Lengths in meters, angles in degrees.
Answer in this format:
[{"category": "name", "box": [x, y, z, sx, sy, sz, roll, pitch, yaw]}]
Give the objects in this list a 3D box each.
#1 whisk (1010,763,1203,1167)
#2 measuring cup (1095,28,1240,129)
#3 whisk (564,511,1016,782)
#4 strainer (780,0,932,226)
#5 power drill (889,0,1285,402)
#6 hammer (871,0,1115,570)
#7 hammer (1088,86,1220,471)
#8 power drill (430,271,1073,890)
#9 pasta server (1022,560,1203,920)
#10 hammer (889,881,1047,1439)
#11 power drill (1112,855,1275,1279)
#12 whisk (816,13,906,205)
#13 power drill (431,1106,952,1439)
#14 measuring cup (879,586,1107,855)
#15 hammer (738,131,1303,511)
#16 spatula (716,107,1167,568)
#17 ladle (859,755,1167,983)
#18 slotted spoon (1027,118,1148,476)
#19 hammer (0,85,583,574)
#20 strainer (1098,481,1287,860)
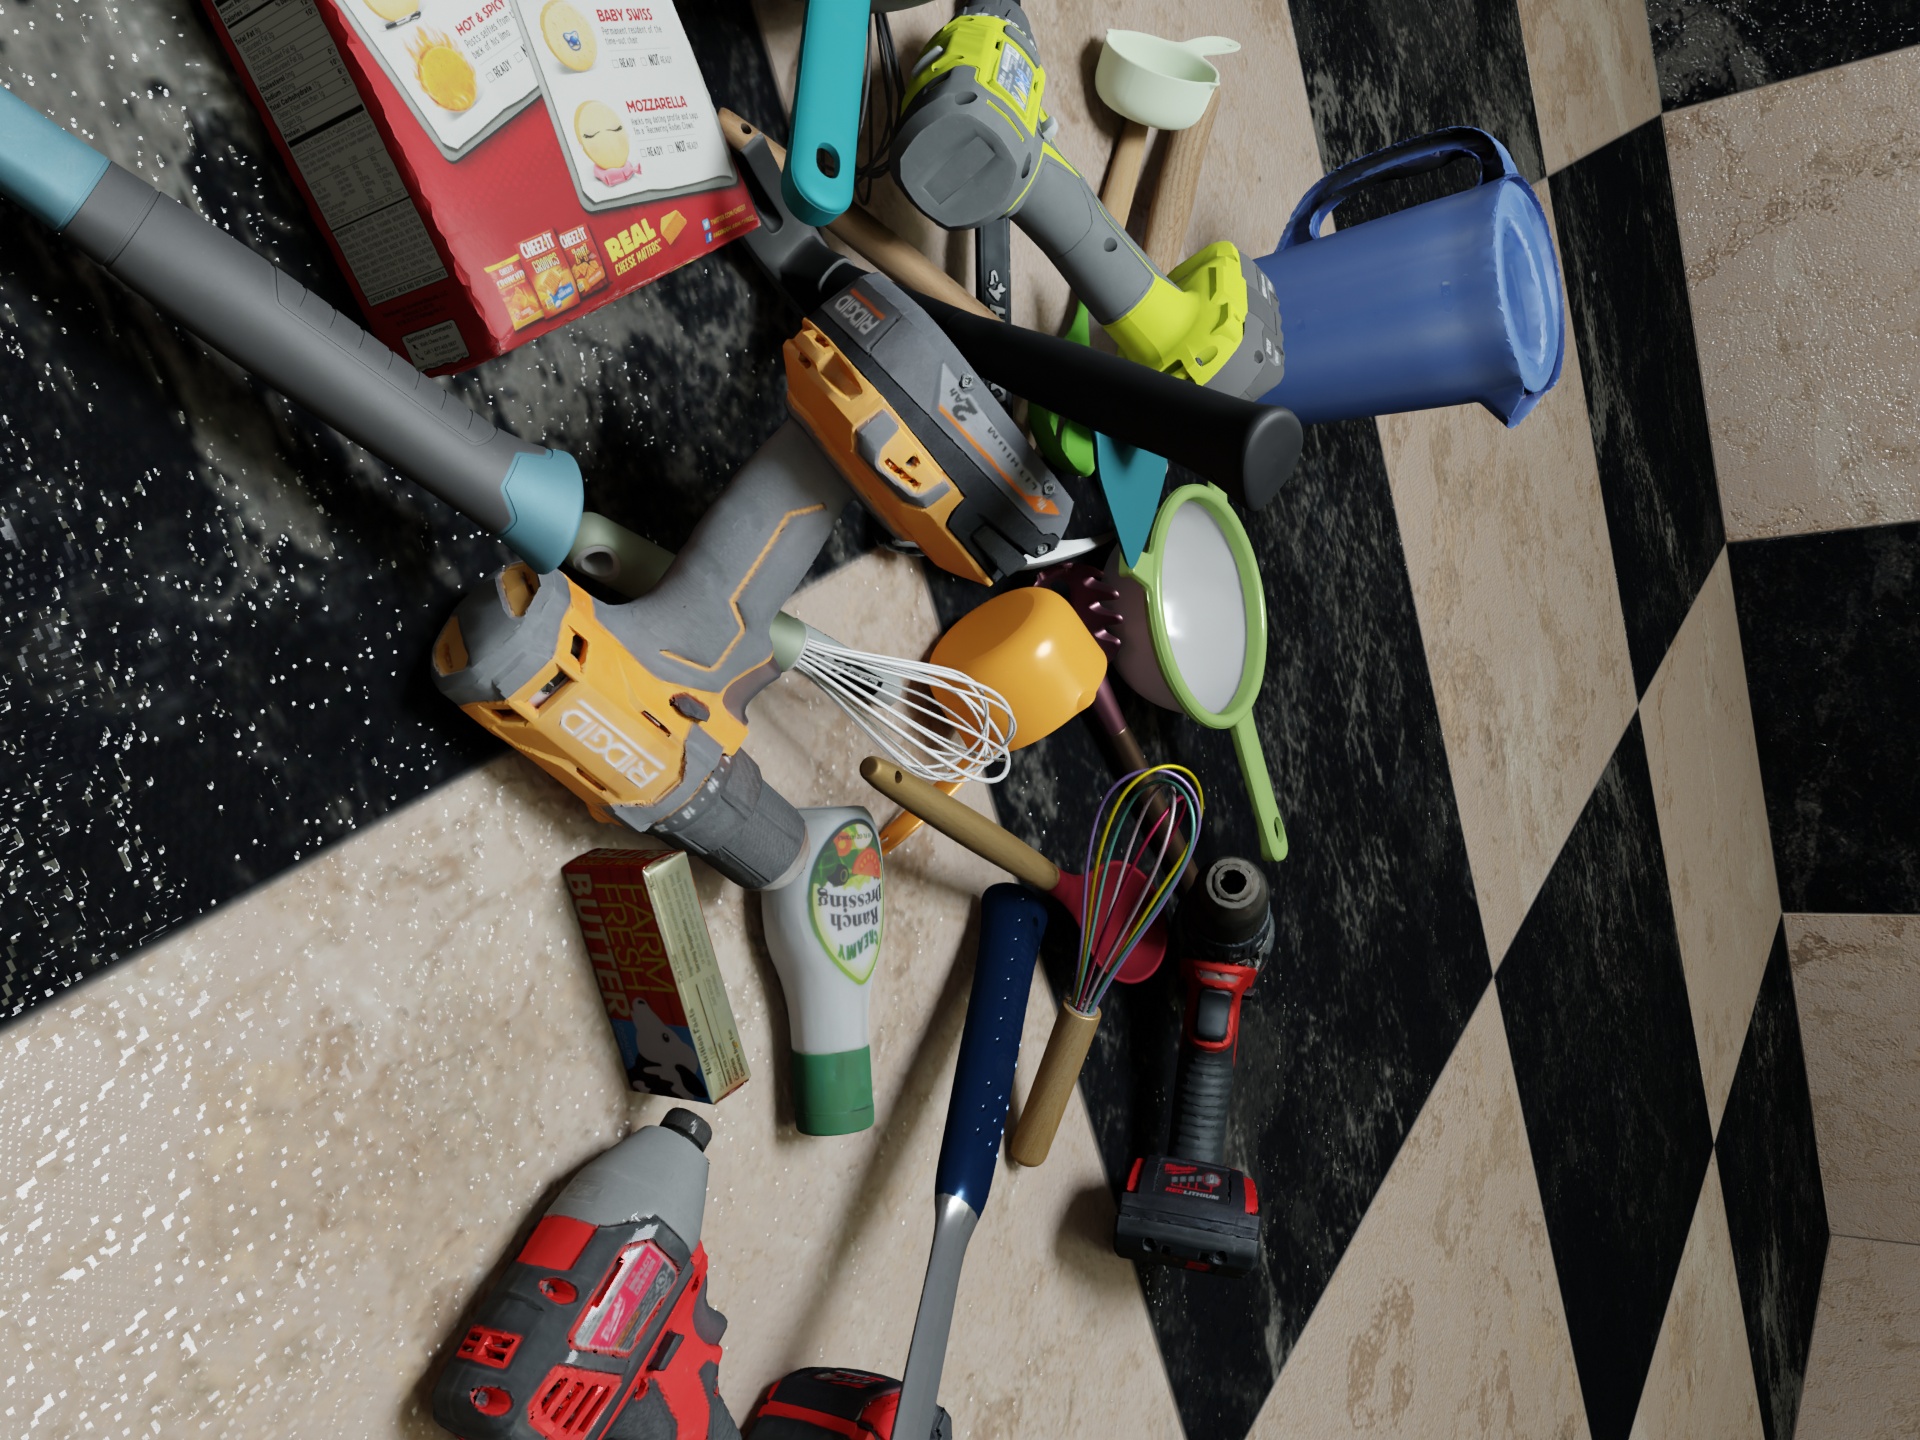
[{"category": "whisk", "box": [0.075, 0.133, 0.834, 0.047, 0.051, 0.245, -8, 122, -50]}, {"category": "measuring cup", "box": [0.144, -0.423, 1.045, 0.167, 0.083, 0.038, -40, 158, -50]}, {"category": "whisk", "box": [-0.069, -0.030, 0.706, 0.246, 0.058, 0.059, 28, 35, -33]}, {"category": "strainer", "box": [-0.069, -0.346, 0.704, 0.210, 0.095, 0.341, 18, 65, -34]}, {"category": "power drill", "box": [0.064, -0.262, 0.815, 0.228, 0.080, 0.191, 40, 35, -25]}, {"category": "hammer", "box": [0.022, -0.278, 0.875, 0.149, 0.036, 0.409, 8, 77, -37]}, {"category": "hammer", "box": [0.129, -0.311, 1.016, 0.129, 0.031, 0.332, 65, 33, -48]}, {"category": "power drill", "box": [-0.065, -0.040, 0.633, 0.226, 0.084, 0.185, -41, 129, 3]}, {"category": "pasta server", "box": [0.107, 0.028, 0.975, 0.060, 0.040, 0.316, -32, 122, -4]}, {"category": "hammer", "box": [-0.001, 0.233, 0.714, 0.144, 0.035, 0.406, 52, 31, -27]}, {"category": "power drill", "box": [0.143, 0.196, 0.922, 0.187, 0.080, 0.227, 76, 23, -67]}, {"category": "whisk", "box": [-0.046, -0.366, 0.805, 0.055, 0.055, 0.239, 27, 61, -49]}, {"category": "power drill", "box": [-0.100, 0.269, 0.644, 0.219, 0.078, 0.143, 56, 45, -30]}, {"category": "measuring cup", "box": [-0.001, -0.003, 0.811, 0.174, 0.095, 0.052, -44, 116, -24]}, {"category": "hammer", "box": [0.011, -0.153, 0.640, 0.035, 0.335, 0.146, -48, 131, -6]}, {"category": "spatula", "box": [0.001, -0.196, 0.805, 0.317, 0.044, 0.082, 33, 60, -25]}, {"category": "ladle", "box": [0.034, 0.074, 0.813, 0.315, 0.031, 0.069, 36, 54, -54]}, {"category": "slotted spoon", "box": [0.087, -0.280, 0.988, 0.070, 0.031, 0.314, 43, 52, -43]}, {"category": "hammer", "box": [-0.250, -0.150, 0.479, 0.330, 0.033, 0.128, 36, 59, -35]}, {"category": "strainer", "box": [0.146, -0.021, 1.005, 0.151, 0.069, 0.256, -45, 123, -48]}]
